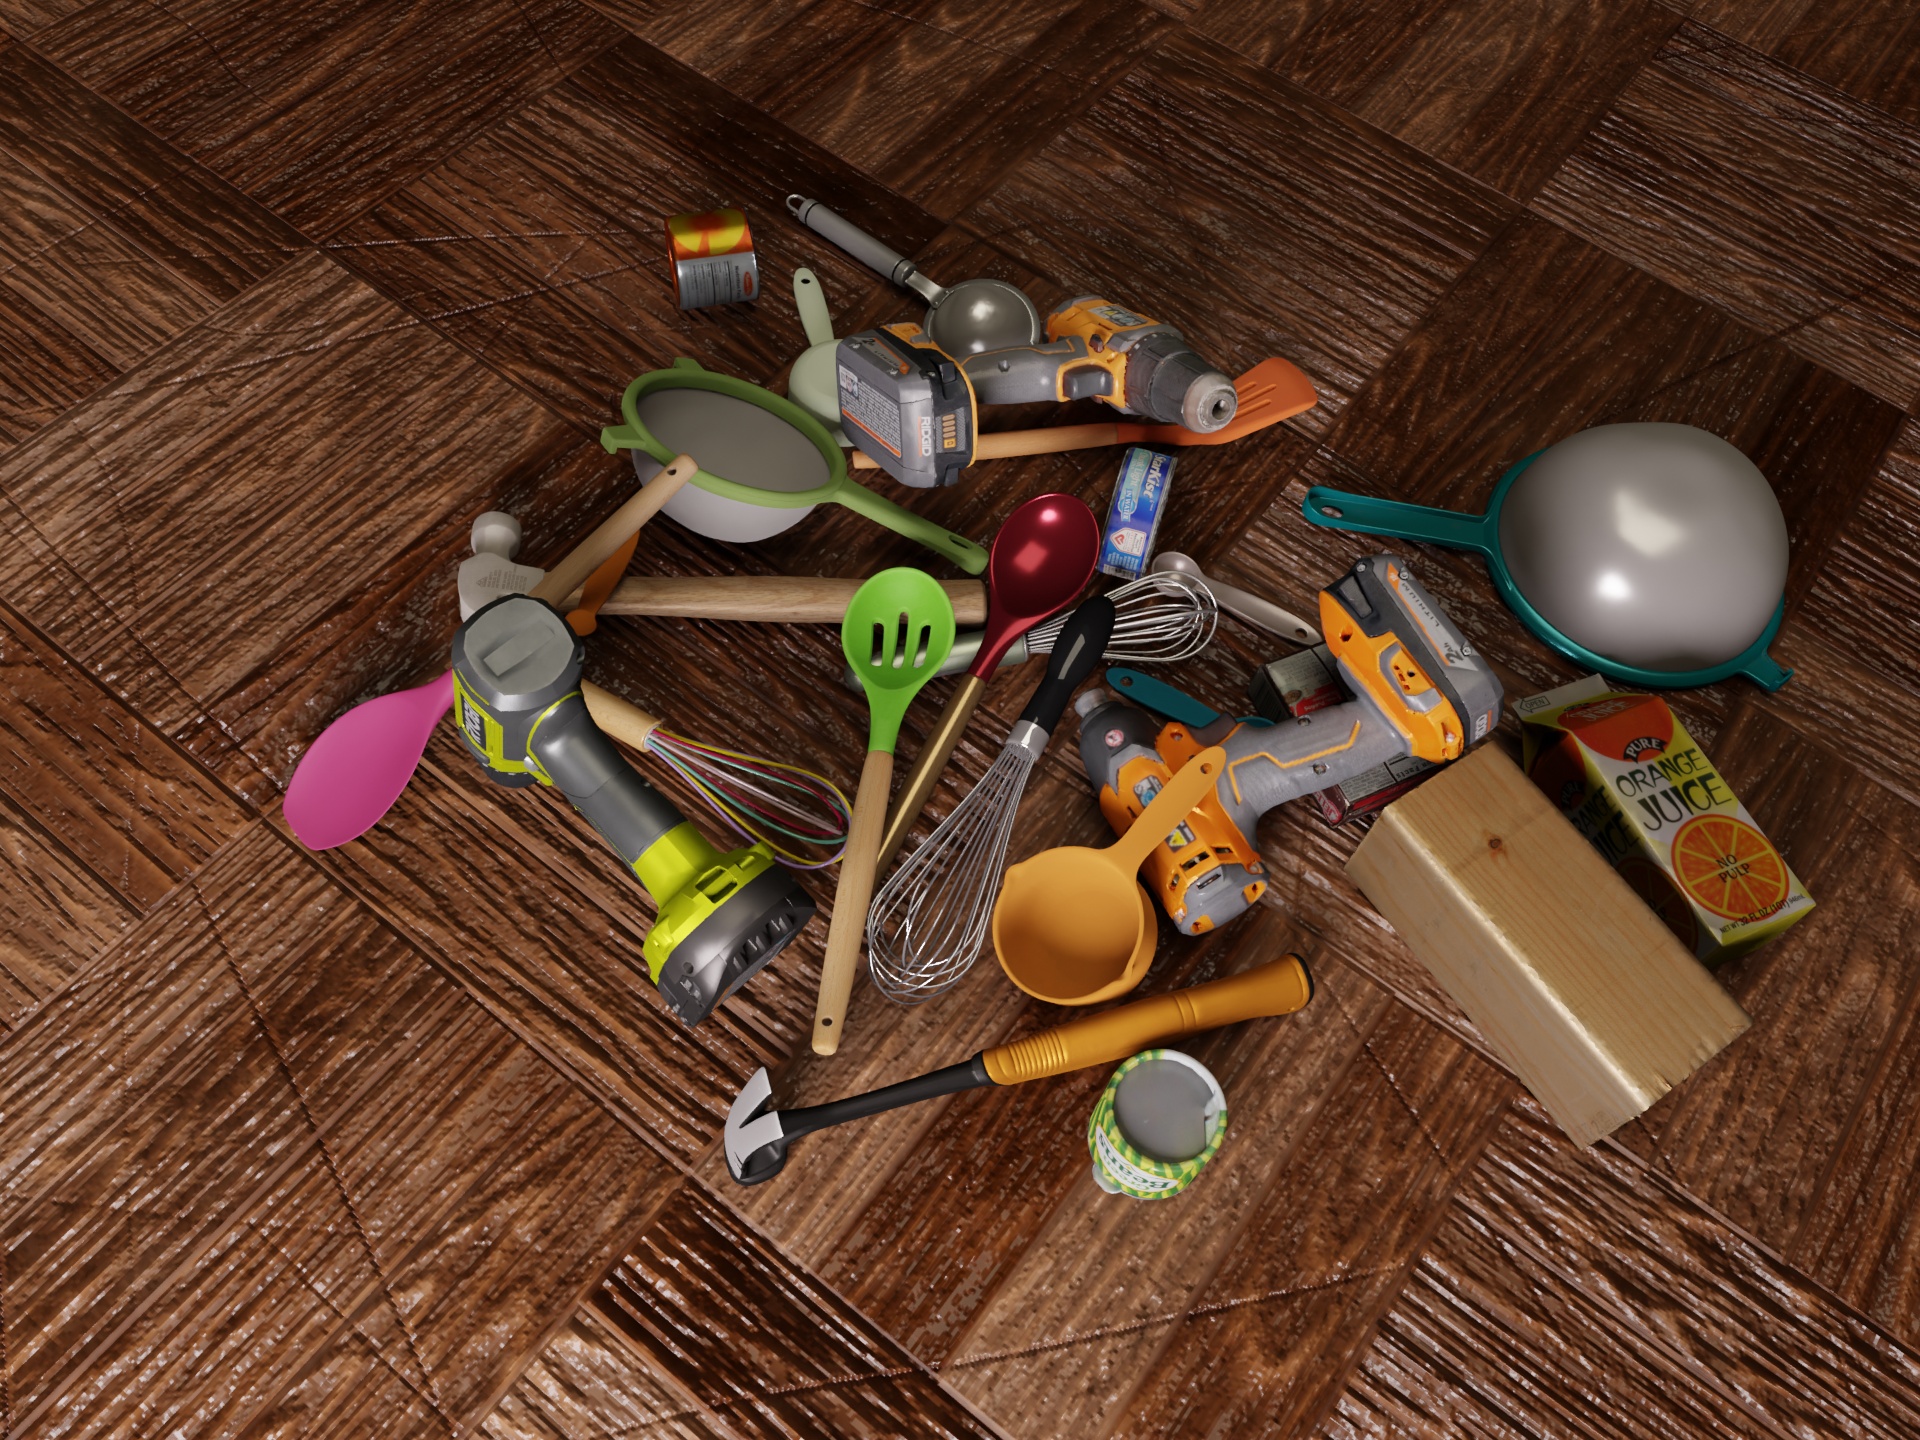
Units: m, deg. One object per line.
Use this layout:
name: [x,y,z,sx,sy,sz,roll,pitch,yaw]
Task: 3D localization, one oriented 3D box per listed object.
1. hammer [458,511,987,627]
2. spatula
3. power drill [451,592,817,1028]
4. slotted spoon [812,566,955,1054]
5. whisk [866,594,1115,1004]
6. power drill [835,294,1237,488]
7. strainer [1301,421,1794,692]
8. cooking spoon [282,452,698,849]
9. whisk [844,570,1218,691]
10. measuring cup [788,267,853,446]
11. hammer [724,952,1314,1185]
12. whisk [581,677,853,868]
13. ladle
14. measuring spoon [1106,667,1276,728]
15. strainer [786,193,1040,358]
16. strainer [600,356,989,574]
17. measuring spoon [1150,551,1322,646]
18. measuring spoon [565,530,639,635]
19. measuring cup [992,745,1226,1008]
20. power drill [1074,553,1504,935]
hammer: [-0.147,-0.076,1.008,0.331,0.031,0.130,1,45,-8]
spatula: [0.085,-0.207,1.112,0.322,0.041,0.081,-7,37,-8]
power drill: [-0.190,0.054,0.868,0.080,0.190,0.228,-40,85,-24]
slotted spoon: [-0.052,0.043,0.911,0.070,0.031,0.314,4,56,7]
whisk: [0.024,0.038,0.933,0.070,0.070,0.285,26,68,10]
power drill: [0.053,-0.217,1.046,0.226,0.084,0.186,-16,34,-22]
strainer: [0.409,-0.142,1.073,0.340,0.095,0.211,9,59,-2]
cooking spoon: [-0.273,-0.044,0.933,0.319,0.017,0.069,-43,70,-1]
whisk: [0.047,-0.050,1.015,0.246,0.058,0.059,-11,99,-7]
measuring cup: [-0.095,-0.271,1.133,0.083,0.038,0.168,-11,63,-12]
hammer: [0.042,0.176,0.848,0.337,0.127,0.034,-12,67,-19]
whisk: [-0.166,0.016,0.957,0.245,0.047,0.051,27,43,15]
ladle: [-0.002,-0.003,0.961,0.069,0.031,0.315,22,72,21]
measuring spoon: [0.148,0.001,1.013,0.129,0.021,0.042,28,61,22]
strainer: [-0.036,-0.326,1.173,0.259,0.050,0.087,37,78,19]
strainer: [-0.108,-0.140,1.044,0.256,0.069,0.152,26,33,-5]
measuring spoon: [0.183,-0.075,1.062,0.124,0.018,0.034,26,56,2]
measuring spoon: [-0.220,-0.092,0.981,0.021,0.011,0.117,11,43,1]
measuring cup: [0.095,0.087,0.899,0.095,0.052,0.173,41,89,27]
power drill: [0.184,0.001,0.945,0.226,0.084,0.164,-34,65,3]
